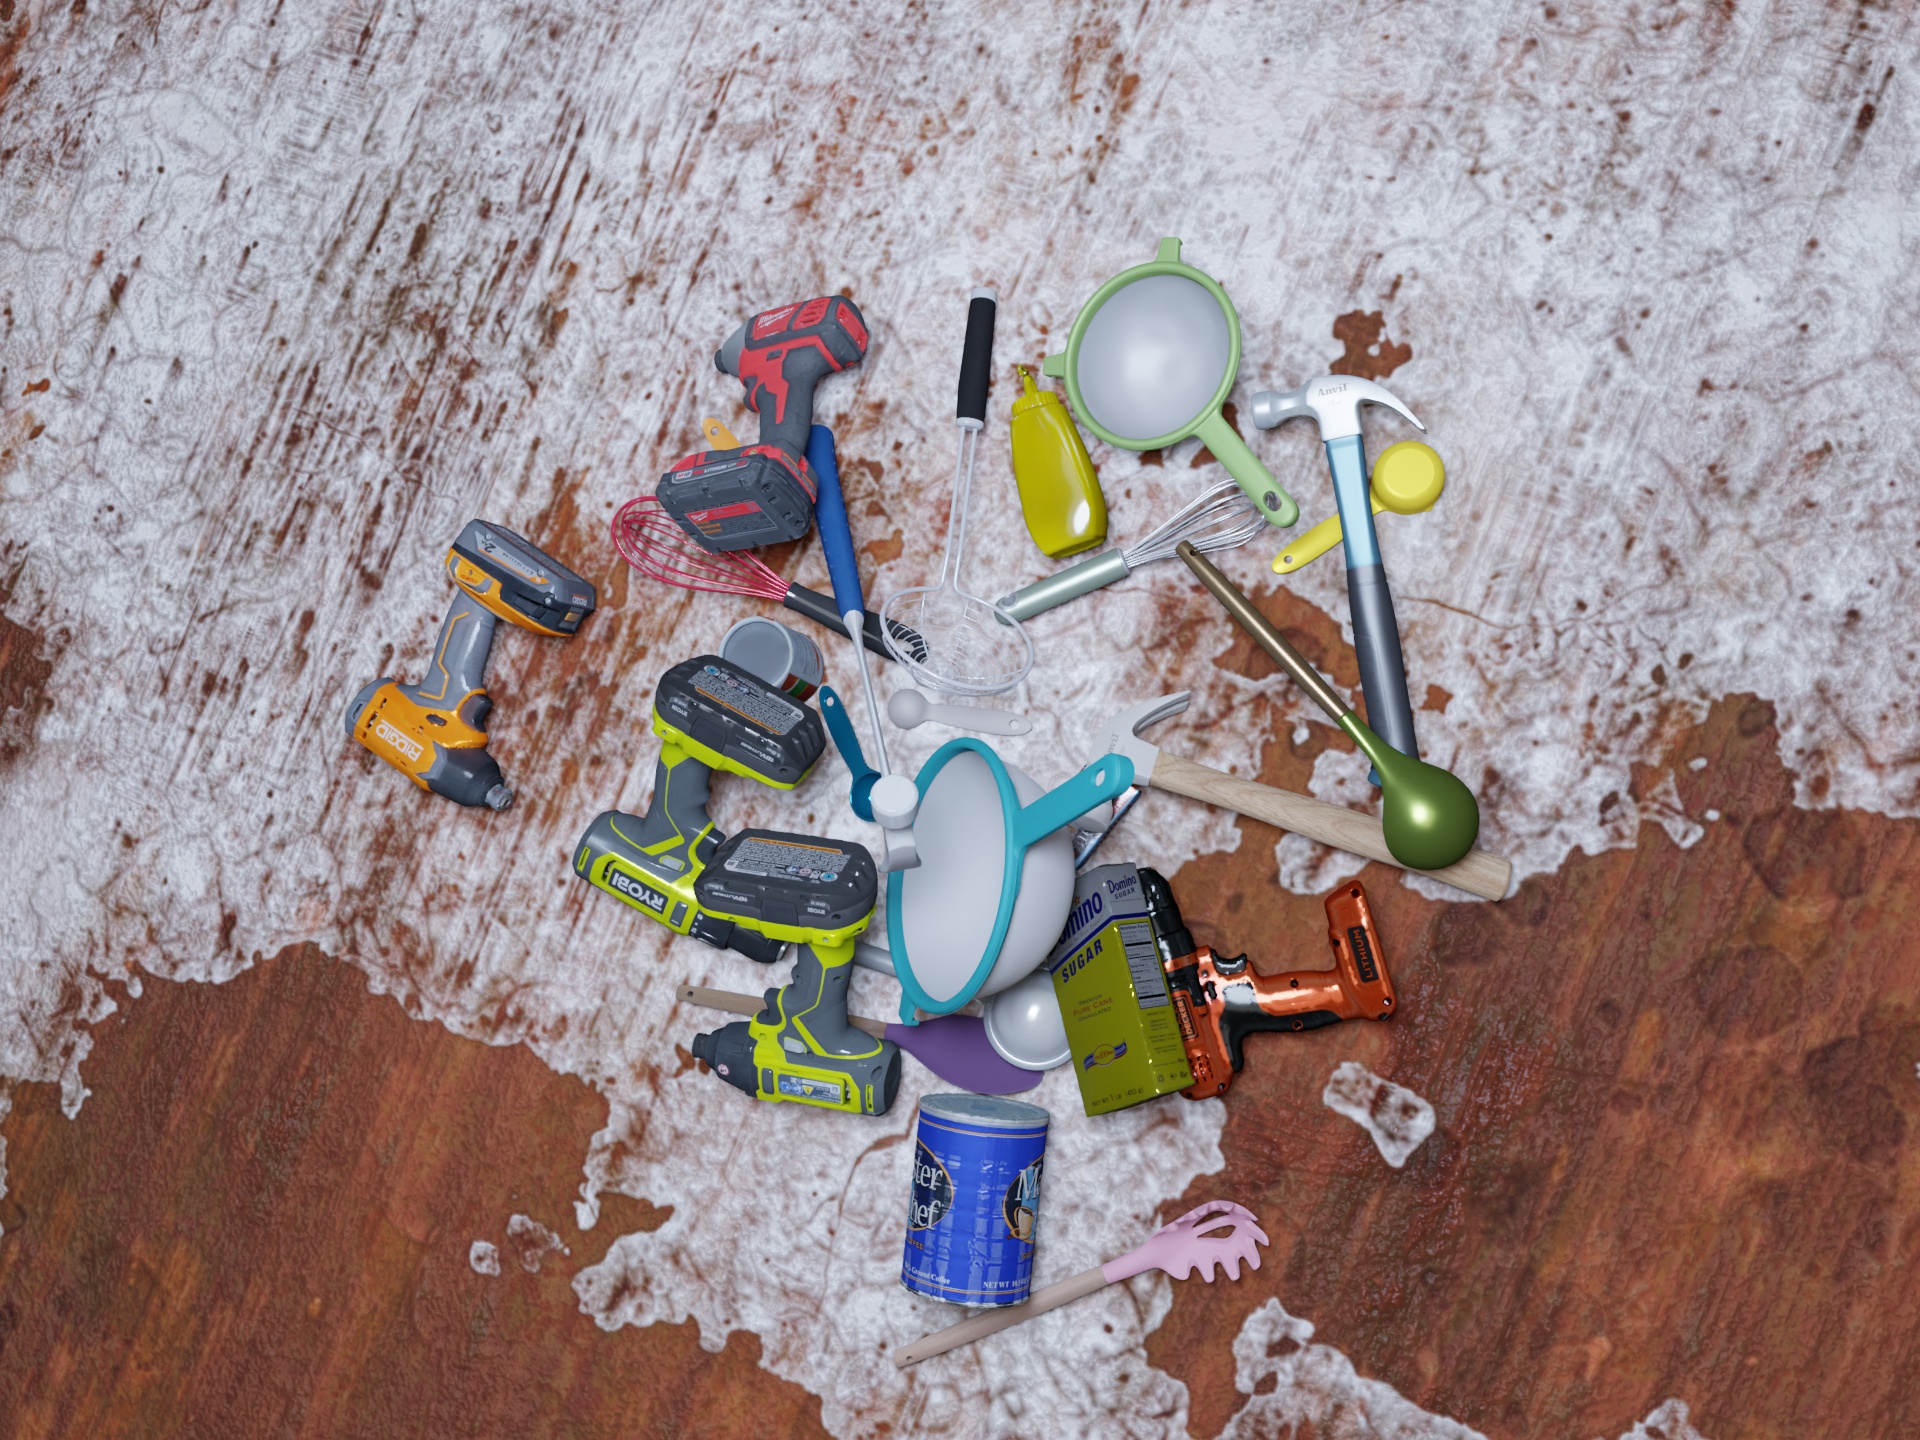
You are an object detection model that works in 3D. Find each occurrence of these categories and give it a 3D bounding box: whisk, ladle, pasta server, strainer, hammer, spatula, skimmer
[{"bbox_3d":[0.140,-0.132,1.290,0.246,0.059,0.058,-23,43,12],"label":"whisk"},{"bbox_3d":[0.272,-0.017,1.216,0.078,0.062,0.320,-36,72,-14],"label":"ladle"},{"bbox_3d":[0.088,0.446,1.240,0.316,0.040,0.060,-25,98,9],"label":"pasta server"},{"bbox_3d":[0.192,-0.246,1.263,0.151,0.069,0.256,-43,69,21],"label":"strainer"},{"bbox_3d":[0.315,-0.106,1.238,0.128,0.033,0.331,-10,88,21],"label":"hammer"},{"bbox_3d":[-0.083,-0.067,1.257,0.035,0.144,0.406,-11,59,-6],"label":"hammer"},{"bbox_3d":[-0.162,-0.114,1.344,0.296,0.073,0.073,24,89,7],"label":"whisk"},{"bbox_3d":[0.260,0.070,1.234,0.331,0.031,0.130,18,66,8],"label":"hammer"},{"bbox_3d":[0.057,0.099,1.175,0.095,0.340,0.211,11,63,-26],"label":"strainer"},{"bbox_3d":[-0.002,0.215,1.284,0.258,0.050,0.087,16,72,16],"label":"strainer"},{"bbox_3d":[-0.086,0.254,1.306,0.316,0.018,0.060,9,80,12],"label":"spatula"},{"bbox_3d":[0.011,-0.192,1.282,0.127,0.090,0.363,10,77,-16],"label":"skimmer"}]

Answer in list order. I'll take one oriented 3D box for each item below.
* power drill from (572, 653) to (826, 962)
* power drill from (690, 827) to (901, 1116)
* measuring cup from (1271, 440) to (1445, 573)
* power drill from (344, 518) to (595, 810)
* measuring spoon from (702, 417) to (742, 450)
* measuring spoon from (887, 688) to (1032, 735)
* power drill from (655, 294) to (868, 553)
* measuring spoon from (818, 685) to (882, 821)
[{"bbox_3d":[-0.196,0.081,1.283,0.190,0.080,0.228,29,119,5],"label":"power drill"},{"bbox_3d":[-0.137,0.202,1.243,0.171,0.080,0.223,7,118,14],"label":"power drill"},{"bbox_3d":[0.314,-0.166,1.262,0.156,0.029,0.062,-34,79,5],"label":"measuring cup"},{"bbox_3d":[-0.413,-0.040,1.376,0.164,0.084,0.226,34,96,12],"label":"power drill"},{"bbox_3d":[-0.188,-0.221,1.384,0.021,0.011,0.117,-41,74,6],"label":"measuring spoon"},{"bbox_3d":[-0.002,-0.004,1.316,0.124,0.018,0.034,8,86,12],"label":"measuring spoon"},{"bbox_3d":[-0.165,-0.251,1.314,0.143,0.078,0.220,-5,56,30],"label":"power drill"},{"bbox_3d":[-0.087,0.027,1.335,0.042,0.021,0.129,-33,69,21],"label":"measuring spoon"}]
